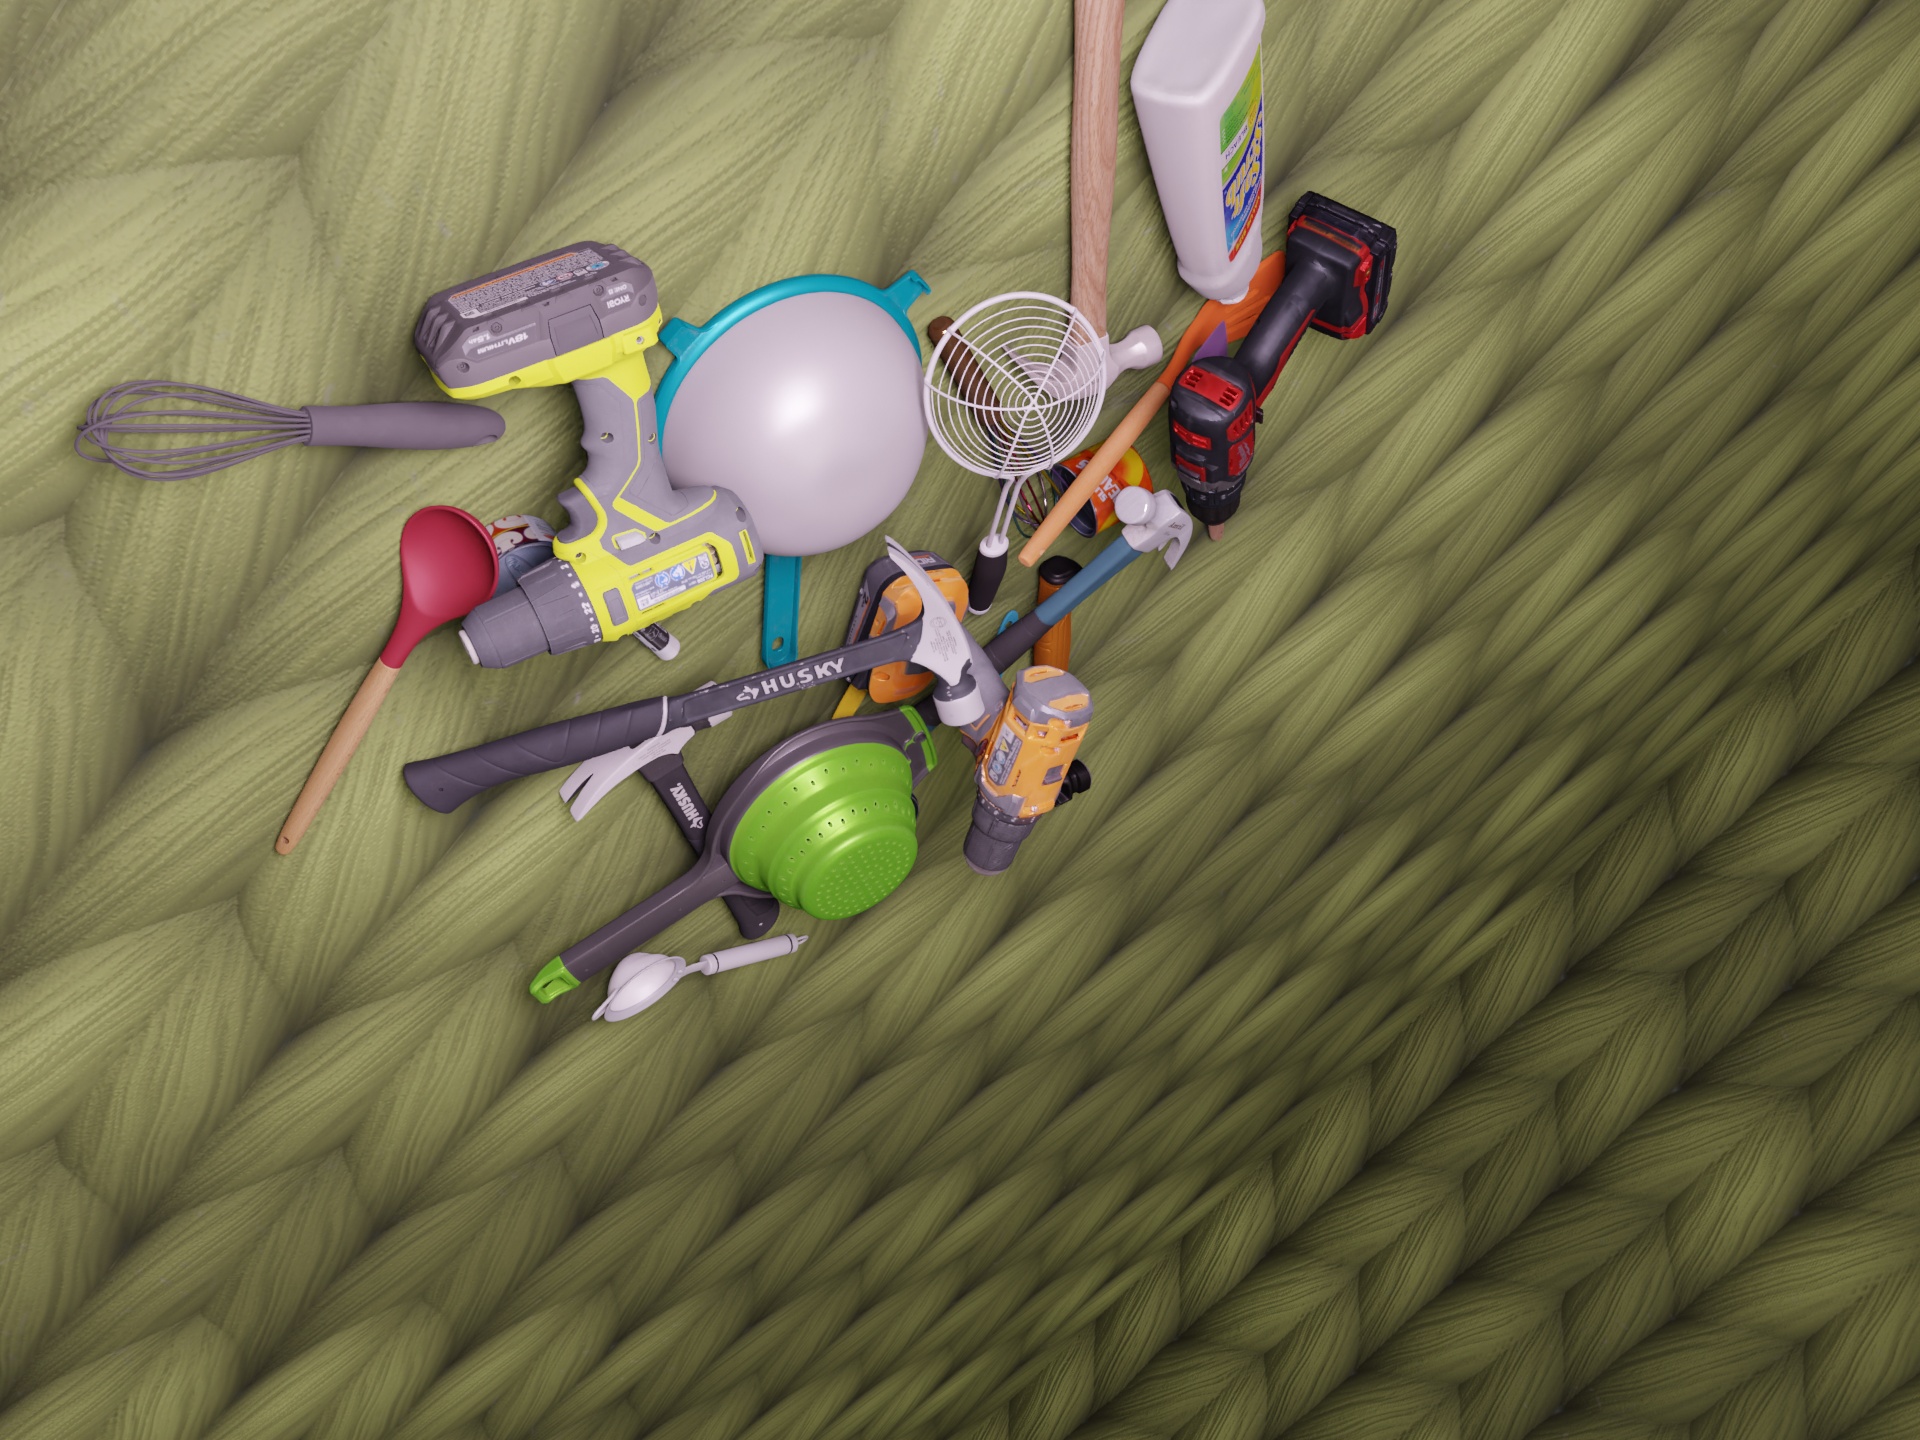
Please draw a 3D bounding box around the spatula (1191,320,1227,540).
[{"bbox_3d":[0.209,-0.227,1.332,0.060,0.018,0.315,-53,159,-10],"label":"spatula"}]

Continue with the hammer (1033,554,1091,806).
[{"bbox_3d":[0.076,-0.020,1.487,0.127,0.034,0.336,-25,144,-21],"label":"hammer"}]

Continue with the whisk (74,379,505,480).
[{"bbox_3d":[-0.367,-0.163,0.893,0.239,0.055,0.055,-10,138,-42],"label":"whisk"}]

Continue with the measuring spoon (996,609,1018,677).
[{"bbox_3d":[0.025,-0.046,1.430,0.042,0.021,0.128,-6,126,-38],"label":"measuring spoon"}]

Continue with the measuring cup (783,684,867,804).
[{"bbox_3d":[-0.115,0.001,1.350,0.062,0.029,0.156,20,104,-53],"label":"measuring cup"}]

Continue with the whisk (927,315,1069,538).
[{"bbox_3d":[0.027,-0.217,1.206,0.051,0.047,0.244,-42,142,-3],"label":"whisk"}]

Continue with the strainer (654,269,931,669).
[{"bbox_3d":[-0.105,-0.140,1.119,0.211,0.095,0.340,-19,141,-27],"label":"strainer"}]

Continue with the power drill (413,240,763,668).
[{"bbox_3d":[-0.234,-0.148,0.948,0.190,0.080,0.228,-27,128,-18],"label":"power drill"}]

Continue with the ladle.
[{"bbox_3d":[-0.386,-0.019,1.050,0.315,0.069,0.031,-51,-177,25],"label":"ladle"}]

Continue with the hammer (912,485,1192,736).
[{"bbox_3d":[0.061,-0.080,1.335,0.331,0.033,0.128,-39,159,27],"label":"hammer"}]

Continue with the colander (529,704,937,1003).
[{"bbox_3d":[-0.172,0.144,1.329,0.397,0.095,0.204,-33,147,-7],"label":"colander"}]

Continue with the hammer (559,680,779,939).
[{"bbox_3d":[-0.221,0.102,1.352,0.146,0.035,0.334,-32,146,-11],"label":"hammer"}]

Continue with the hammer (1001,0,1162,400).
[{"bbox_3d":[0.089,-0.359,1.099,0.130,0.031,0.331,-27,144,-18],"label":"hammer"}]

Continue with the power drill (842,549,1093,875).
[{"bbox_3d":[-0.002,-0.004,1.250,0.084,0.226,0.185,-14,138,-38],"label":"power drill"}]

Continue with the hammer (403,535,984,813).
[{"bbox_3d":[-0.195,-0.012,1.128,0.409,0.036,0.149,-16,120,1],"label":"hammer"}]

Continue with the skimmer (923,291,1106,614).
[{"bbox_3d":[0.026,-0.181,1.184,0.127,0.090,0.363,-13,164,-9],"label":"skimmer"}]

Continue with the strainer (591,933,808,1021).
[{"bbox_3d":[-0.242,0.228,1.478,0.258,0.050,0.086,-8,142,-46],"label":"strainer"}]

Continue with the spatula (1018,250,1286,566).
[{"bbox_3d":[0.152,-0.240,1.246,0.322,0.041,0.081,-52,155,-14],"label":"spatula"}]

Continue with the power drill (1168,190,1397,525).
[{"bbox_3d":[0.237,-0.265,1.217,0.227,0.080,0.187,-54,160,-12],"label":"power drill"}]
